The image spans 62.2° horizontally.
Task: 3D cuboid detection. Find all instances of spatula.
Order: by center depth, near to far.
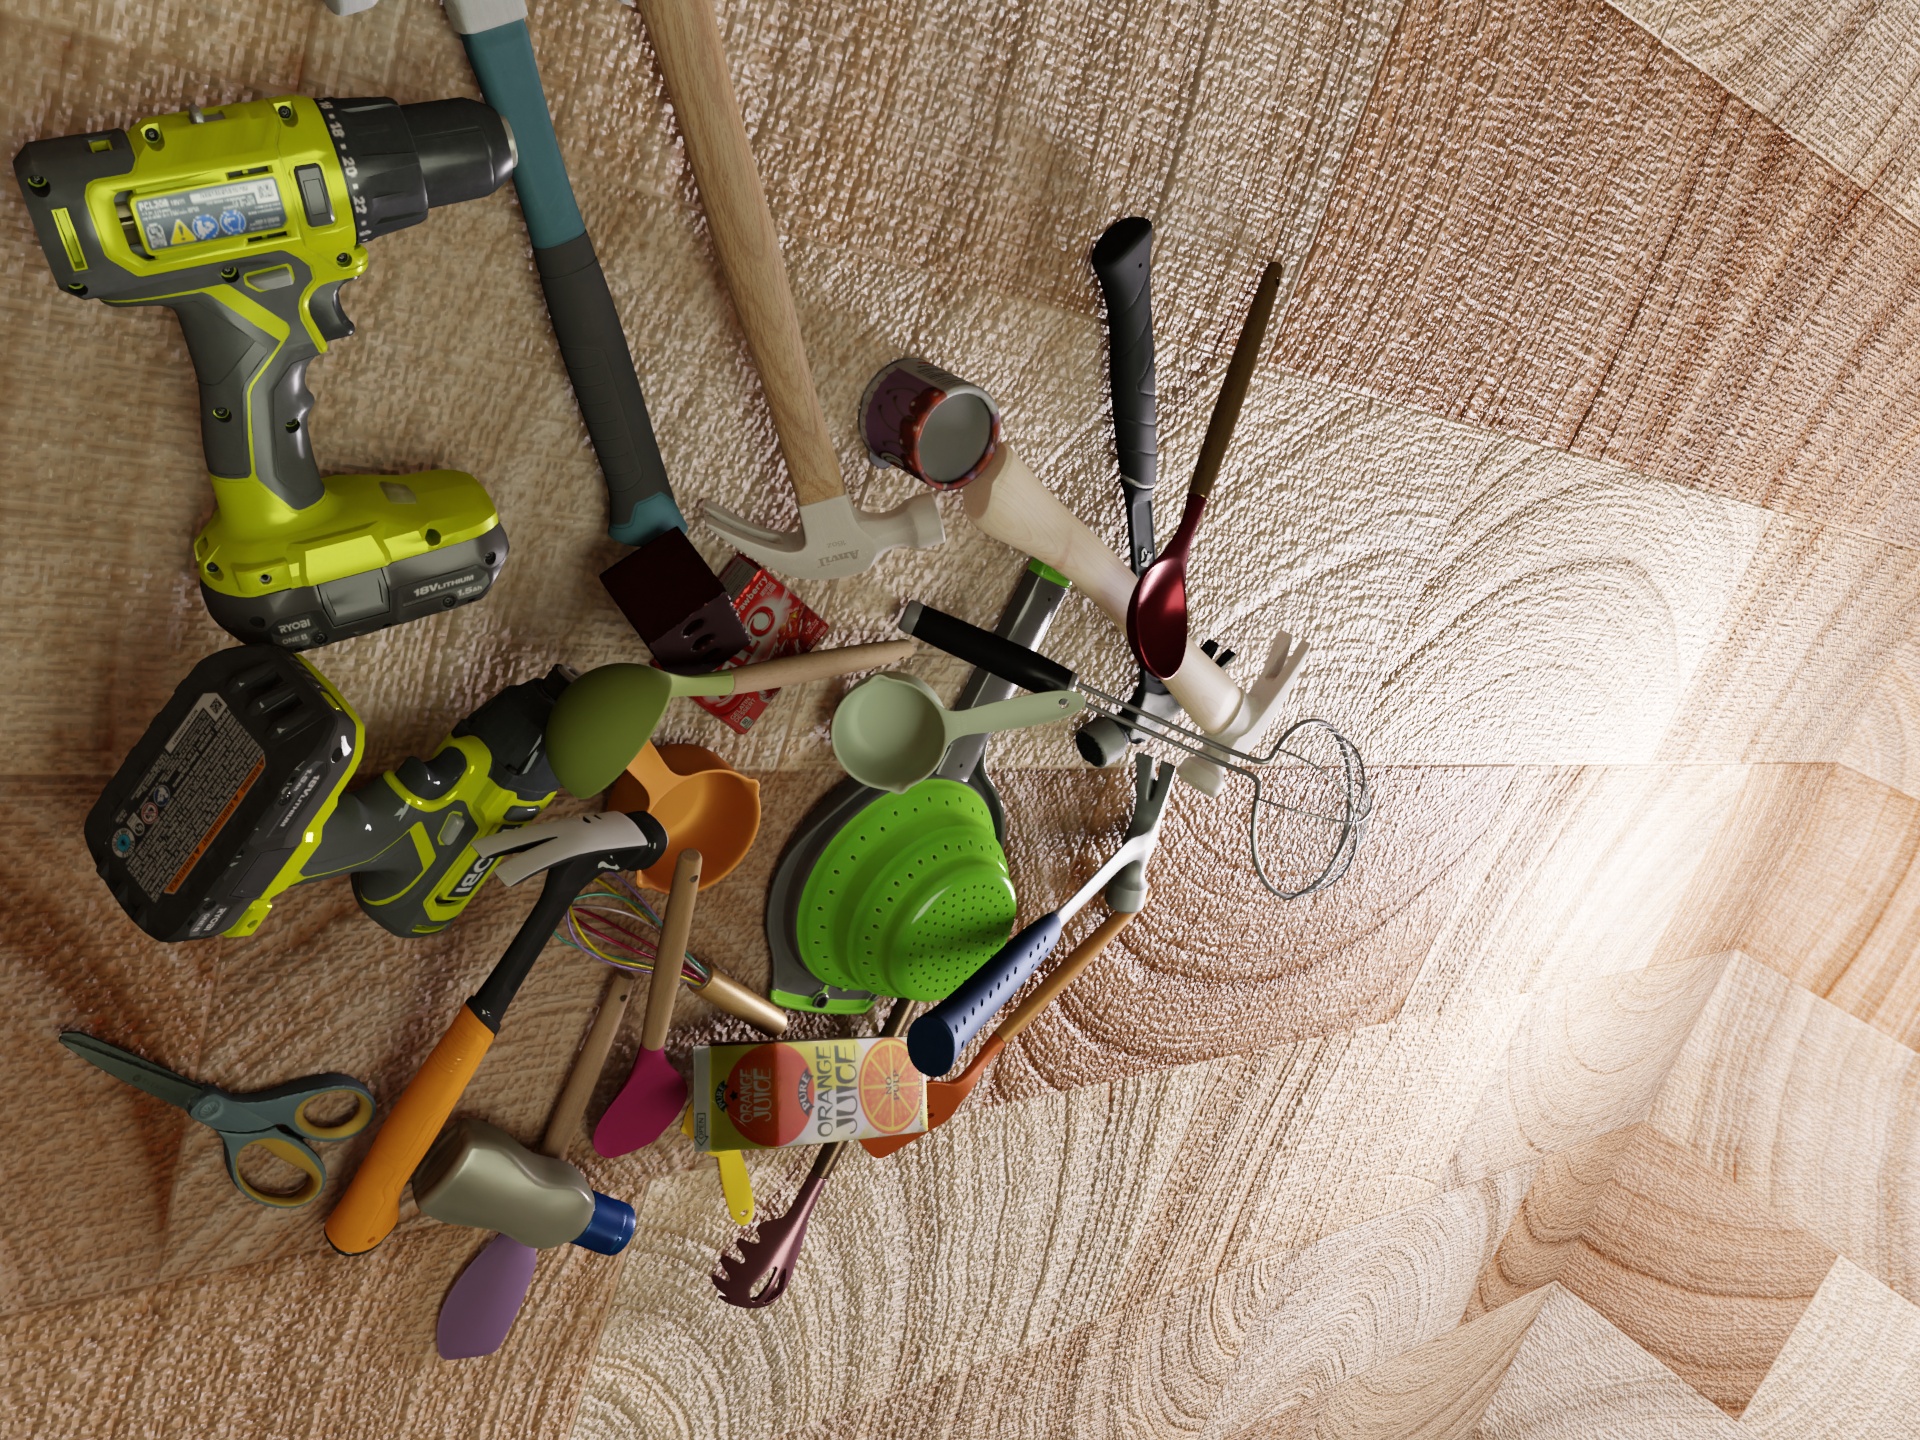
[{"bbox_3d":[-0.282,0.304,1.067,0.059,0.018,0.316,13,108,-42],"label":"spatula"},{"bbox_3d":[0.043,0.244,1.327,0.322,0.041,0.080,-41,135,-20],"label":"spatula"}]

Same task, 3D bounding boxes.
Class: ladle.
[{"bbox_3d":[-0.113,-0.014,0.915,0.078,0.062,0.320,-34,170,31],"label":"ladle"},{"bbox_3d":[0.171,-0.176,1.092,0.069,0.031,0.315,32,73,-48],"label":"ladle"}]

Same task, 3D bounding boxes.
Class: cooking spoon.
[{"bbox_3d":[-0.194,0.190,1.018,0.068,0.017,0.318,-15,142,-32],"label":"cooking spoon"}]

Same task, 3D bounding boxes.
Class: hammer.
[{"bbox_3d":[-0.195,-0.225,0.784,0.128,0.033,0.330,-31,134,-23],"label":"hammer"},{"bbox_3d":[-0.107,-0.220,0.845,0.130,0.031,0.331,-16,124,-1],"label":"hammer"},{"bbox_3d":[-0.291,0.189,0.915,0.336,0.034,0.127,-56,158,20],"label":"hammer"},{"bbox_3d":[0.129,-0.083,1.123,0.146,0.038,0.410,-56,139,-3],"label":"hammer"},{"bbox_3d":[0.132,-0.156,1.132,0.149,0.036,0.408,-31,134,-26],"label":"hammer"},{"bbox_3d":[0.070,0.141,1.156,0.405,0.035,0.144,-32,138,-59],"label":"hammer"}]

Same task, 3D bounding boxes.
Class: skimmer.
[{"bbox_3d":[0.122,0.009,1.091,0.363,0.090,0.127,24,77,-5],"label":"skimmer"}]

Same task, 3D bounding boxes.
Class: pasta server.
[{"bbox_3d":[-0.101,0.326,1.242,0.060,0.040,0.316,25,93,-35],"label":"pasta server"}]

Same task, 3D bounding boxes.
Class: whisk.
[{"bbox_3d":[-0.184,0.165,1.044,0.051,0.047,0.244,-45,140,-2],"label":"whisk"}]

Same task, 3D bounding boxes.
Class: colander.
[{"bbox_3d":[0.009,0.059,1.115,0.204,0.095,0.397,18,104,-47],"label":"colander"}]

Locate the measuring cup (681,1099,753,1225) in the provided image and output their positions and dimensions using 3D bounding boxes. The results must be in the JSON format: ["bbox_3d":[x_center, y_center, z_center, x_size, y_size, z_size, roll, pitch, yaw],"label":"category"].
[{"bbox_3d":[-0.166,0.330,1.181,0.062,0.029,0.156,-27,129,-28],"label":"measuring cup"}]

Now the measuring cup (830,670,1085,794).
[{"bbox_3d":[-0.002,-0.003,1.047,0.167,0.038,0.083,-10,107,2],"label":"measuring cup"}]

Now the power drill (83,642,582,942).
[{"bbox_3d":[-0.288,0.033,0.782,0.171,0.080,0.223,-50,162,10],"label":"power drill"}]

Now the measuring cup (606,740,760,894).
[{"bbox_3d":[-0.187,0.031,0.948,0.095,0.052,0.173,-42,135,-14],"label":"measuring cup"}]

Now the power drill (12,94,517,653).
[{"bbox_3d":[-0.277,-0.158,0.706,0.190,0.080,0.228,-19,128,-23],"label":"power drill"}]
